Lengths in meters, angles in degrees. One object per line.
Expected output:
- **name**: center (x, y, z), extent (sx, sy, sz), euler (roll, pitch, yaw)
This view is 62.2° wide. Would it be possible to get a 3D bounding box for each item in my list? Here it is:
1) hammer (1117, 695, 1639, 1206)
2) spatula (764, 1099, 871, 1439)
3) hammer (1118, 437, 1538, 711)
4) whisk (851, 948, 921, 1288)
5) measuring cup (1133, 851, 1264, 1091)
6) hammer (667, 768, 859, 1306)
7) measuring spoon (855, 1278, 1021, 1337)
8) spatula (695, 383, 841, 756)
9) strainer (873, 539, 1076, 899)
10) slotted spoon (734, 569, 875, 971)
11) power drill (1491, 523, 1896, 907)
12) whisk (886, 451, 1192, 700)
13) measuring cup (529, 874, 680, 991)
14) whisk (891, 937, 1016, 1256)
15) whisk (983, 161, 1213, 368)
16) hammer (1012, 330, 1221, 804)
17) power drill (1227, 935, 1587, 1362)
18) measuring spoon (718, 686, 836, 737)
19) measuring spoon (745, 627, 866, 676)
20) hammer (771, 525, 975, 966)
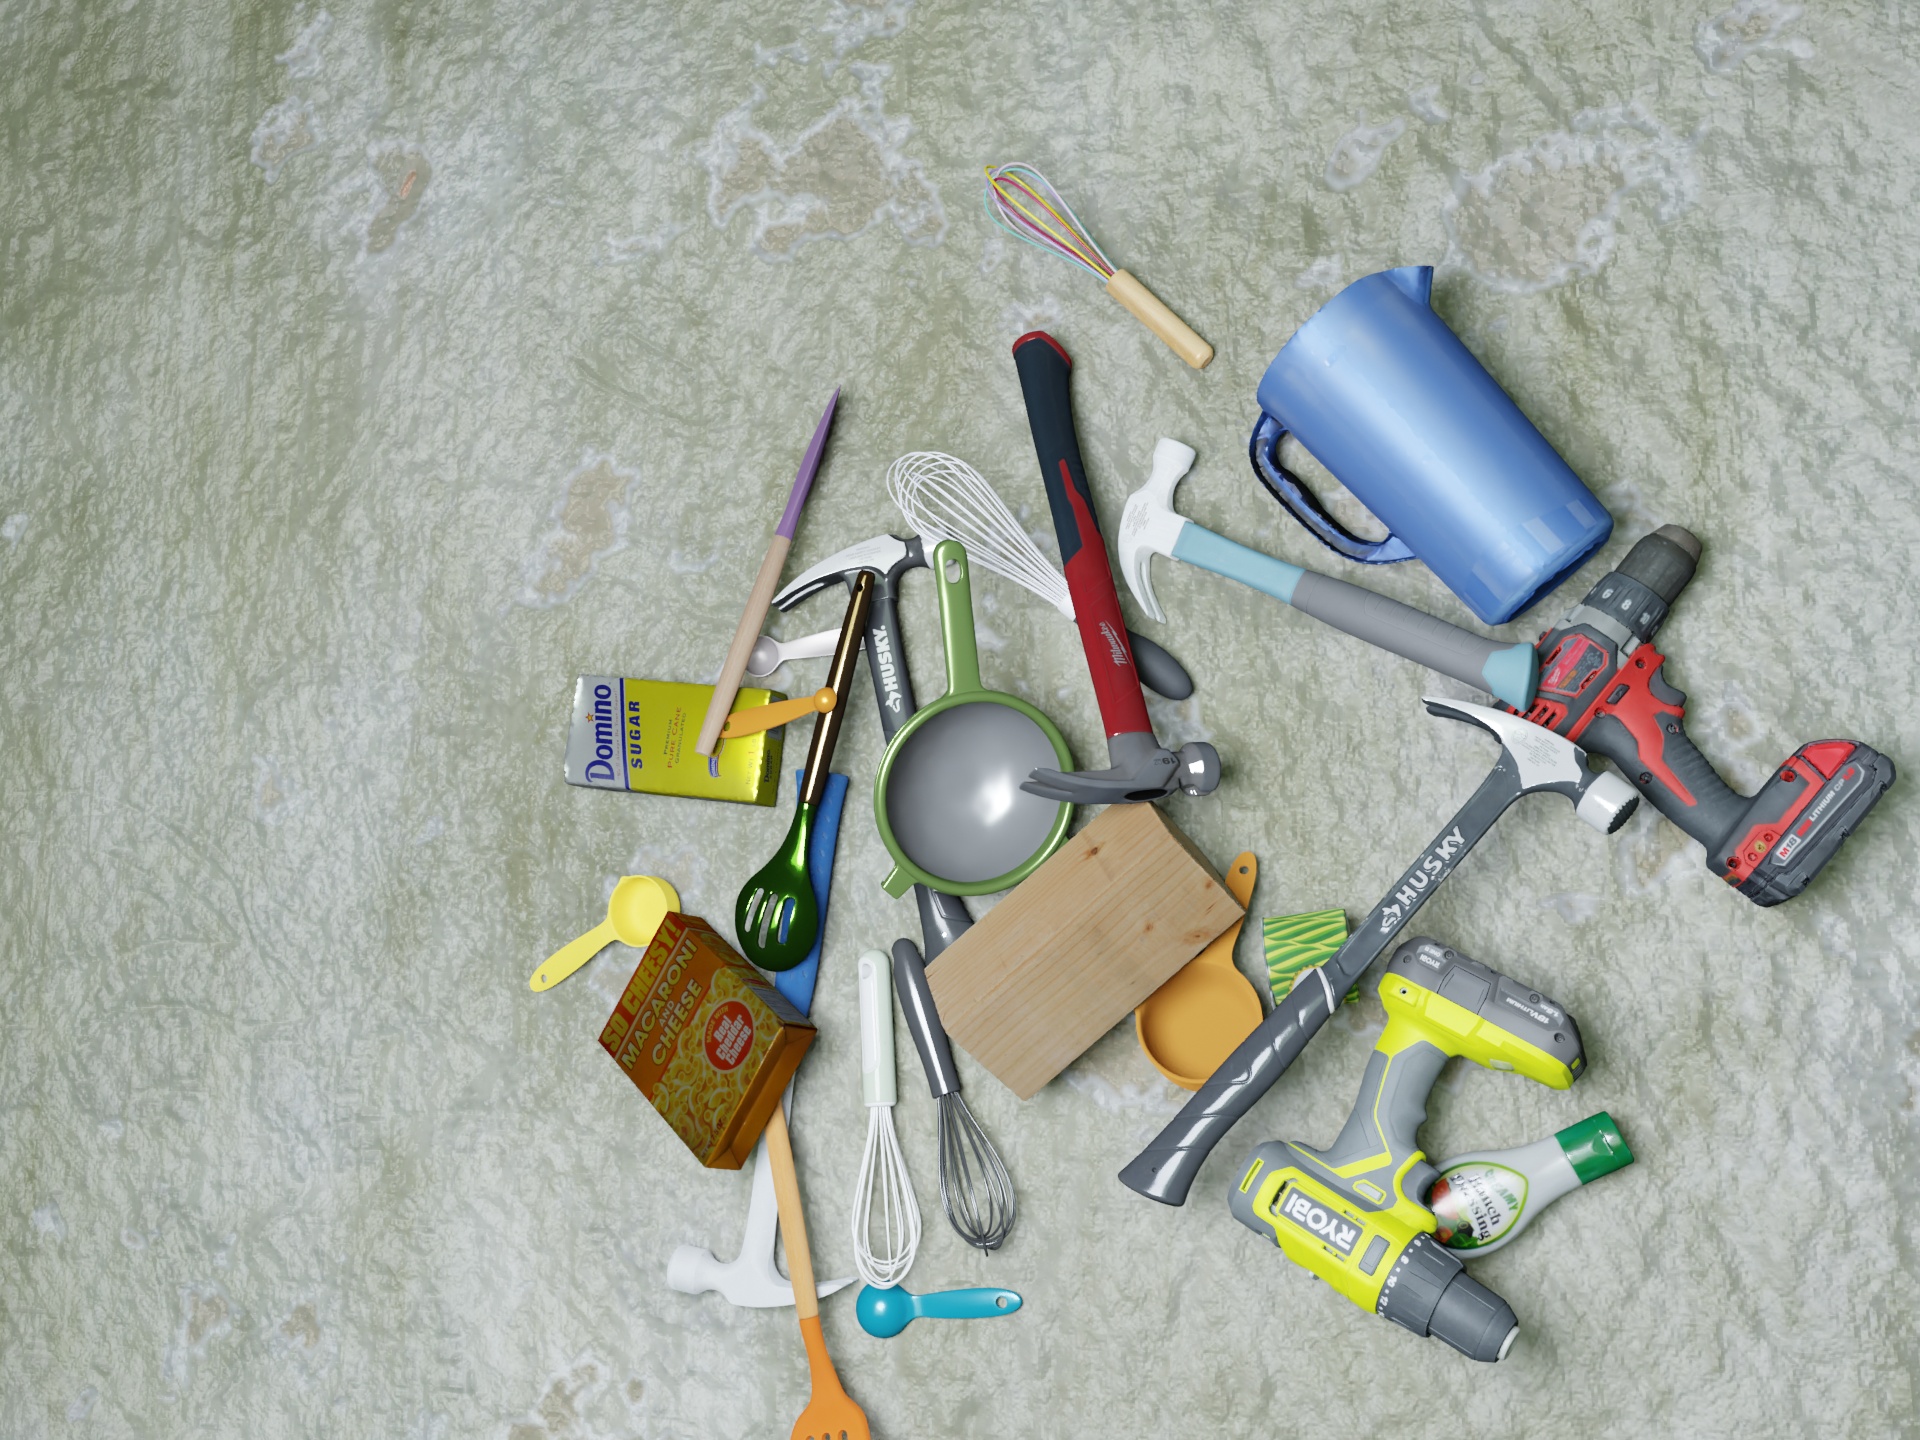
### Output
- **hammer**: center (0.249, 0.158, 1.043), extent (0.409, 0.036, 0.149), euler (-48, 57, 0)
- **spatula**: center (-0.117, 0.407, 1.148), extent (0.081, 0.041, 0.323), euler (-16, 76, 15)
- **hammer**: center (0.252, -0.090, 1.124), extent (0.331, 0.033, 0.128), euler (28, 97, 32)
- **whisk**: center (-0.060, 0.294, 1.187), extent (0.058, 0.059, 0.246), euler (-17, 71, 42)
- **measuring cup**: center (0.185, 0.180, 1.132), extent (0.095, 0.052, 0.174), euler (12, 67, 22)
- **hammer**: center (-0.127, 0.241, 1.219), extent (0.144, 0.035, 0.405), euler (5, 83, 18)
- **measuring spoon**: center (-0.019, 0.429, 1.162), extent (0.128, 0.021, 0.042), euler (-10, 79, 16)
- **spatula**: center (-0.149, -0.120, 1.258), extent (0.018, 0.060, 0.316), euler (21, 78, -11)
- **strainer**: center (-0.002, -0.004, 1.150), extent (0.151, 0.069, 0.256), euler (-9, 101, -15)
- **slotted spoon**: center (-0.111, 0.037, 1.206), extent (0.070, 0.031, 0.314), euler (14, 87, 19)
- **power drill**: center (0.492, -0.006, 1.054), extent (0.227, 0.080, 0.188), euler (39, 93, 21)
- **whisk**: center (0.061, -0.109, 1.195), extent (0.284, 0.070, 0.070), euler (39, 94, 5)
- **measuring cup**: center (-0.288, 0.178, 1.289), extent (0.156, 0.029, 0.062), euler (-35, 73, 21)
- **whisk**: center (-0.011, 0.274, 1.175), extent (0.055, 0.055, 0.239), euler (-22, 72, 12)
- **whisk**: center (0.103, -0.357, 1.244), extent (0.051, 0.047, 0.245), euler (-45, 75, 4)
- **hammer**: center (0.076, -0.121, 1.155), extent (0.143, 0.038, 0.387), euler (-1, 64, -23)
- **power drill**: center (0.307, 0.275, 1.028), extent (0.191, 0.080, 0.228), euler (27, 80, 34)
- **measuring spoon**: center (-0.145, -0.005, 1.214), extent (0.117, 0.011, 0.021), euler (-14, 69, 27)
- **measuring spoon**: center (-0.116, -0.058, 1.278), extent (0.124, 0.018, 0.034), euler (-10, 79, 8)
- **hammer**: center (-0.048, 0.023, 1.226), extent (0.146, 0.035, 0.335), euler (-13, 79, 6)
